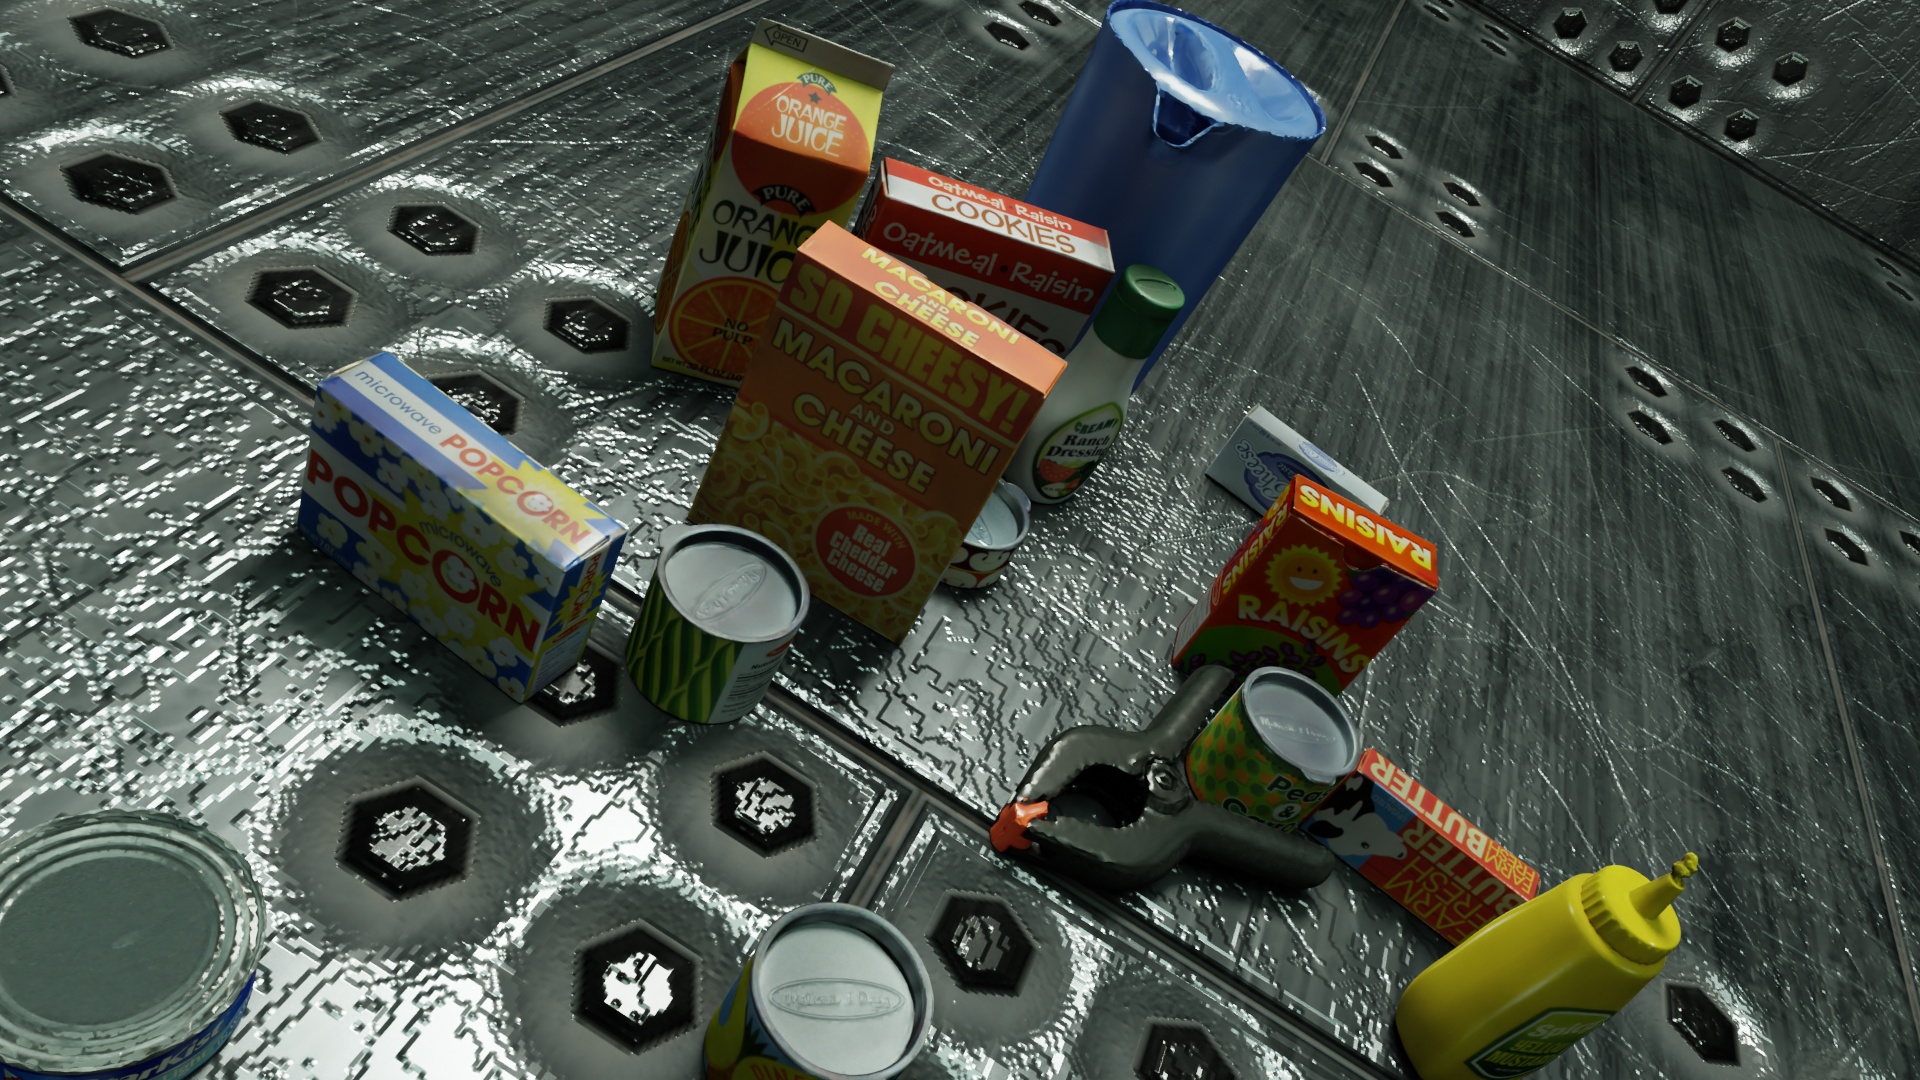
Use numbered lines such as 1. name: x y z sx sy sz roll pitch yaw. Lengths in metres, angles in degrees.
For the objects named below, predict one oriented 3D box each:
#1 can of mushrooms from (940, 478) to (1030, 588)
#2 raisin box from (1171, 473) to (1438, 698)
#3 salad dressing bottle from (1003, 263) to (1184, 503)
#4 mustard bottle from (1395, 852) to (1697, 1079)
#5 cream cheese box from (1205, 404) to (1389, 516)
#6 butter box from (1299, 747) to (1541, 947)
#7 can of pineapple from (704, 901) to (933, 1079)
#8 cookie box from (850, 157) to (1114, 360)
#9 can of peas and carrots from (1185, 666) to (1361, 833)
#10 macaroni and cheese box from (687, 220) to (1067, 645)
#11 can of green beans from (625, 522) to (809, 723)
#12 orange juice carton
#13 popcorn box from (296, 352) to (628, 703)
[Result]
1. can of mushrooms: 0.003 -0.009 0.738 0.071 0.033 0.071 18 40 -15
2. raisin box: 0.179 0.035 0.730 0.086 0.122 0.040 28 38 -3
3. salad dressing bottle: 0.073 -0.086 0.775 0.064 0.146 0.044 -2 48 -34
4. mustard bottle: 0.253 0.180 0.589 0.065 0.159 0.049 11 42 -24
5. cream cheese box: 0.213 -0.034 0.885 0.104 0.053 0.024 38 39 10
6. butter box: 0.227 0.154 0.687 0.103 0.052 0.024 37 39 9
7. can of pineapple: -0.051 0.171 0.485 0.071 0.057 0.071 18 40 -16
8. cookie box: -0.013 -0.104 0.724 0.123 0.166 0.040 14 41 -20
9. can of peas and carrots: 0.154 0.108 0.687 0.071 0.058 0.071 18 40 -16
10. macaroni and cheese box: -0.043 -0.045 0.641 0.124 0.165 0.040 31 38 0
11. can of green beans: -0.106 0.036 0.599 0.071 0.057 0.071 18 40 -16
12. orange juice carton: -0.101 -0.175 0.725 0.072 0.191 0.073 13 41 -21
13. popcorn box: -0.204 -0.005 0.559 0.127 0.084 0.038 36 38 7
